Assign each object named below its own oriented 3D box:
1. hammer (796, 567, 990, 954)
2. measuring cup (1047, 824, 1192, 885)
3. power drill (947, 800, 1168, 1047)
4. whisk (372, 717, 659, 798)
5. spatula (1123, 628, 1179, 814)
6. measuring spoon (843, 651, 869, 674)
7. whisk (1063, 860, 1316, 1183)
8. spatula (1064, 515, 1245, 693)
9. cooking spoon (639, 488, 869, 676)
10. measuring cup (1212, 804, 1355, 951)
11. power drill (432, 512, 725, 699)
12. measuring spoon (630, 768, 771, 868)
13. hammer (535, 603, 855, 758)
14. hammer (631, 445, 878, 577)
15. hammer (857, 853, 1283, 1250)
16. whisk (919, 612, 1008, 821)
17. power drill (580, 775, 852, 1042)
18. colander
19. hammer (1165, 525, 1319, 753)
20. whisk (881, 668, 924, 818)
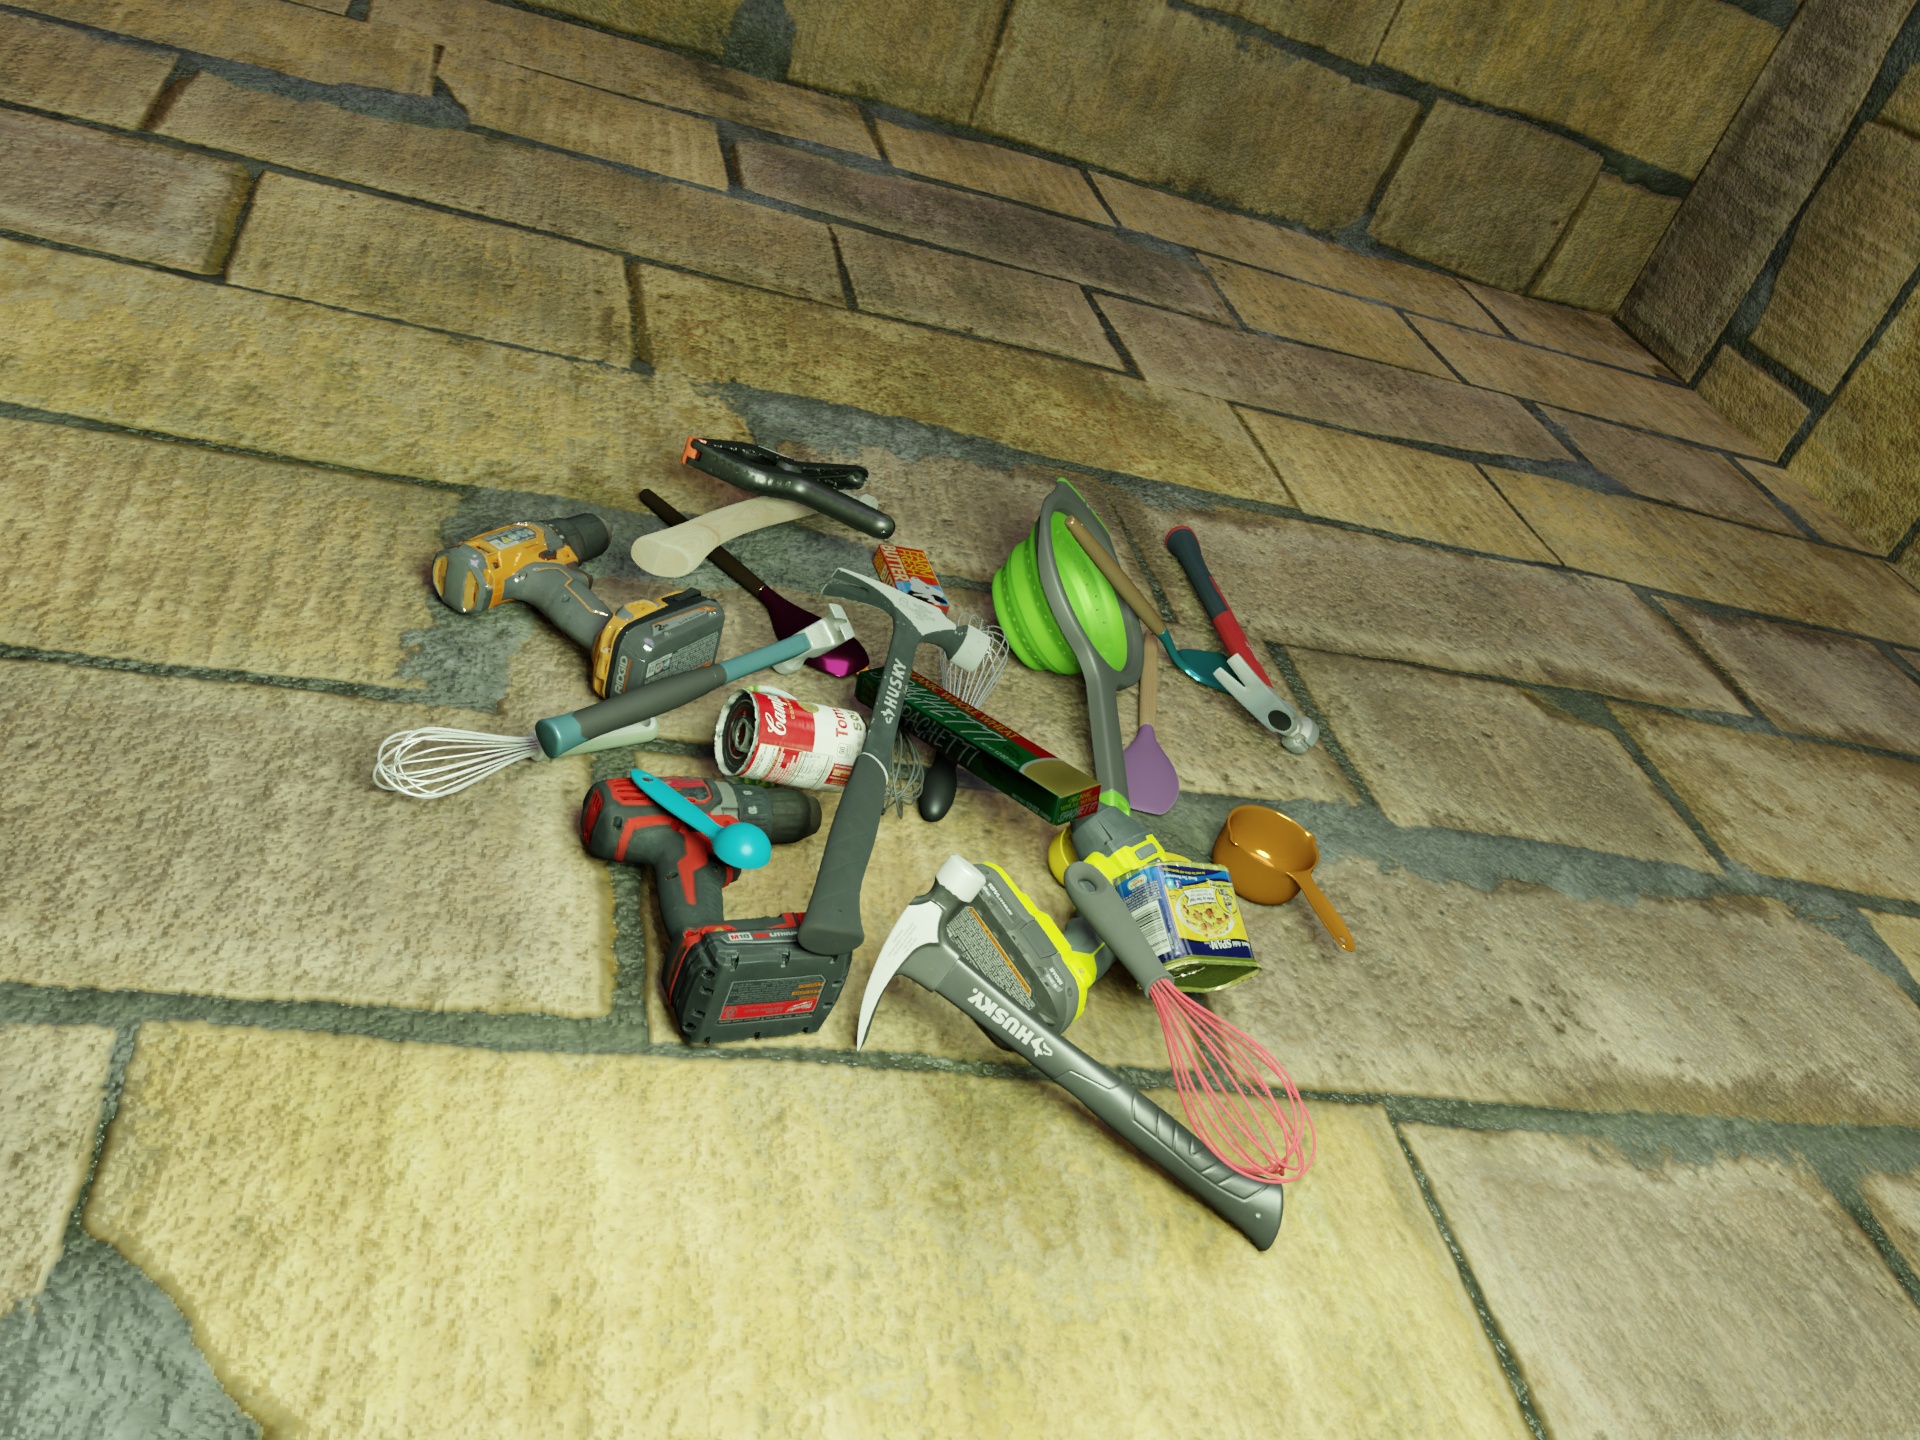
[{"bbox_3d":[-0.067,0.022,1.199,0.149,0.036,0.409,29,36,-13],"label":"hammer"},{"bbox_3d":[0.138,0.124,1.359,0.156,0.029,0.062,11,55,-36],"label":"measuring cup"},{"bbox_3d":[0.086,0.147,1.227,0.223,0.080,0.171,-18,67,-47],"label":"power drill"},{"bbox_3d":[-0.332,0.019,1.215,0.246,0.059,0.058,-11,56,-47],"label":"whisk"},{"bbox_3d":[0.187,-0.005,1.572,0.060,0.018,0.316,13,35,-2],"label":"spatula"},{"bbox_3d":[-0.108,-0.060,1.490,0.021,0.011,0.117,-17,46,-32],"label":"measuring spoon"},{"bbox_3d":[0.145,0.195,1.082,0.073,0.073,0.296,0,36,-31],"label":"whisk"},{"bbox_3d":[0.198,-0.115,1.612,0.317,0.044,0.082,43,17,-41],"label":"spatula"},{"bbox_3d":[-0.206,-0.137,1.529,0.319,0.017,0.069,39,45,25],"label":"cooking spoon"},{"bbox_3d":[0.283,0.150,1.382,0.095,0.052,0.174,0,41,-30],"label":"measuring cup"},{"bbox_3d":[-0.313,-0.108,1.380,0.226,0.084,0.185,29,32,18],"label":"power drill"},{"bbox_3d":[-0.186,0.062,1.131,0.129,0.021,0.042,33,29,20],"label":"measuring spoon"},{"bbox_3d":[-0.209,-0.032,1.288,0.331,0.128,0.033,-26,90,-49],"label":"hammer"},{"bbox_3d":[-0.213,-0.199,1.528,0.146,0.038,0.411,26,22,9],"label":"hammer"},{"bbox_3d":[0.081,0.249,1.090,0.335,0.146,0.035,37,3,3],"label":"hammer"},{"bbox_3d":[-0.002,-0.004,1.435,0.070,0.070,0.285,19,39,-4],"label":"whisk"},{"bbox_3d":[-0.156,0.120,1.150,0.187,0.080,0.227,1,35,-34],"label":"power drill"},{"bbox_3d":[0.098,-0.048,1.519,0.204,0.094,0.398,42,35,-44],"label":"colander"},{"bbox_3d":[0.277,-0.118,1.727,0.143,0.038,0.387,39,20,-30],"label":"hammer"},{"bbox_3d":[-0.054,0.010,1.392,0.055,0.055,0.239,17,29,-9],"label":"whisk"}]
